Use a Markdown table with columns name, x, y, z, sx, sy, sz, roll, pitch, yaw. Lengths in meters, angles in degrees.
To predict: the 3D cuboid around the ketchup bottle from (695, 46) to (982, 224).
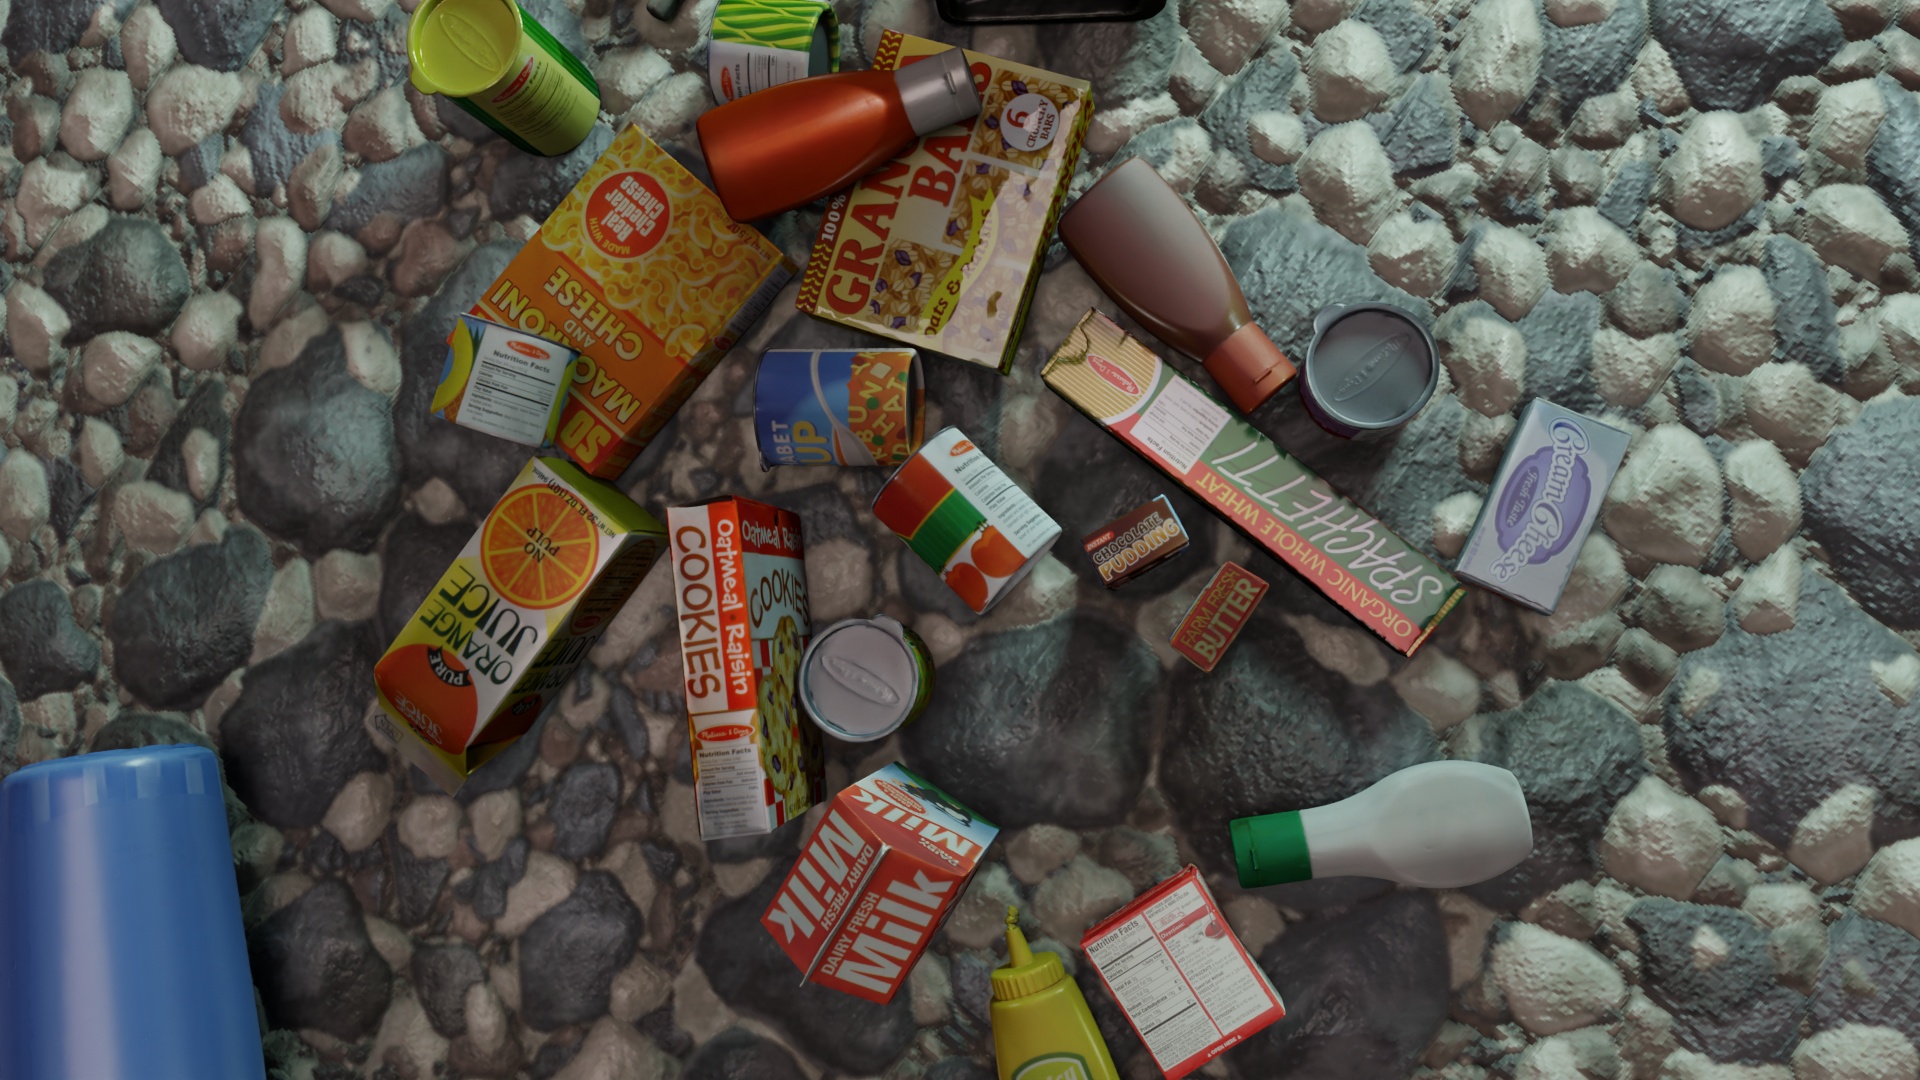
| name | x | y | z | sx | sy | sz | roll | pitch | yaw |
| --- | --- | --- | --- | --- | --- | --- | --- | --- | --- |
| ketchup bottle | -0.064 | -0.223 | 0.749 | 0.149 | 0.044 | 0.064 | -17 | 102 | 10 |

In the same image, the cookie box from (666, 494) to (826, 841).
| name | x | y | z | sx | sy | sz | roll | pitch | yaw |
| --- | --- | --- | --- | --- | --- | --- | --- | --- | --- |
| cookie box | -0.110 | 0.065 | 0.740 | 0.040 | 0.123 | 0.167 | -7 | 86 | 8 |

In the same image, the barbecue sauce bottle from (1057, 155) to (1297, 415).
| name | x | y | z | sx | sy | sz | roll | pitch | yaw |
| --- | --- | --- | --- | --- | --- | --- | --- | --- | --- |
| barbecue sauce bottle | 0.121 | -0.135 | 0.757 | 0.065 | 0.043 | 0.148 | -40 | 83 | 5 |

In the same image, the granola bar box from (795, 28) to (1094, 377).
| name | x | y | z | sx | sy | sz | roll | pitch | yaw |
| --- | --- | --- | --- | --- | --- | --- | --- | --- | --- |
| granola bar box | -0.008 | -0.189 | 0.782 | 0.124 | 0.039 | 0.165 | 18 | 90 | 10 |

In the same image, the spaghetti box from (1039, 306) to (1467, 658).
| name | x | y | z | sx | sy | sz | roll | pitch | yaw |
| --- | --- | --- | --- | --- | --- | --- | --- | --- | --- |
| spaghetti box | 0.155 | -0.032 | 0.753 | 0.250 | 0.028 | 0.050 | 39 | 93 | 9 |

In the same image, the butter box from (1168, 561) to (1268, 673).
| name | x | y | z | sx | sy | sz | roll | pitch | yaw |
| --- | --- | --- | --- | --- | --- | --- | --- | --- | --- |
| butter box | 0.131 | 0.039 | 0.715 | 0.024 | 0.103 | 0.053 | 35 | 92 | 8 |

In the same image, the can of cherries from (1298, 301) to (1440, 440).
| name | x | y | z | sx | sy | sz | roll | pitch | yaw |
| --- | --- | --- | --- | --- | --- | --- | --- | --- | --- |
| can of cherries | 0.212 | -0.090 | 0.733 | 0.071 | 0.058 | 0.071 | 0 | 88 | 10 |

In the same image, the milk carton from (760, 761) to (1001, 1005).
| name | x | y | z | sx | sy | sz | roll | pitch | yaw |
| --- | --- | --- | --- | --- | --- | --- | --- | --- | --- |
| milk carton | -0.038 | 0.167 | 0.688 | 0.073 | 0.190 | 0.072 | 31 | 92 | 9 |

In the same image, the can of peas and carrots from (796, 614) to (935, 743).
| name | x | y | z | sx | sy | sz | roll | pitch | yaw |
| --- | --- | --- | --- | --- | --- | --- | --- | --- | --- |
| can of peas and carrots | -0.049 | 0.073 | 0.763 | 0.071 | 0.058 | 0.071 | -1 | 86 | 8 |

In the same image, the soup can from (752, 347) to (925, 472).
| name | x | y | z | sx | sy | sz | roll | pitch | yaw |
| --- | --- | --- | --- | --- | --- | --- | --- | --- | --- |
| soup can | -0.066 | -0.071 | 0.769 | 0.084 | 0.071 | 0.071 | 1 | 87 | 8 |

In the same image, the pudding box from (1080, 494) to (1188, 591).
| name | x | y | z | sx | sy | sz | roll | pitch | yaw |
| --- | --- | --- | --- | --- | --- | --- | --- | --- | --- |
| pudding box | 0.094 | 0.003 | 0.732 | 0.049 | 0.083 | 0.030 | -29 | 83 | 7 |

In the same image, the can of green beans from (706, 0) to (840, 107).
| name | x | y | z | sx | sy | sz | roll | pitch | yaw |
| --- | --- | --- | --- | --- | --- | --- | --- | --- | --- |
| can of green beans | -0.105 | -0.274 | 0.788 | 0.058 | 0.071 | 0.071 | 10 | 89 | 8 |

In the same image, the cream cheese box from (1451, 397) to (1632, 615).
| name | x | y | z | sx | sy | sz | roll | pitch | yaw |
| --- | --- | --- | --- | --- | --- | --- | --- | --- | --- |
| cream cheese box | 0.305 | -0.018 | 0.732 | 0.053 | 0.024 | 0.103 | 24 | 90 | 9 |

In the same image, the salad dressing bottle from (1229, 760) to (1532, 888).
| name | x | y | z | sx | sy | sz | roll | pitch | yaw |
| --- | --- | --- | --- | --- | --- | --- | --- | --- | --- |
| salad dressing bottle | 0.217 | 0.153 | 0.726 | 0.147 | 0.044 | 0.064 | -10 | 87 | 9 |

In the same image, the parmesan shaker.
| name | x | y | z | sx | sy | sz | roll | pitch | yaw |
| --- | --- | --- | --- | --- | --- | --- | --- | --- | --- |
| parmesan shaker | -0.260 | -0.265 | 0.792 | 0.071 | 0.103 | 0.071 | -1 | 87 | 8 |

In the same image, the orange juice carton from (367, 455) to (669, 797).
| name | x | y | z | sx | sy | sz | roll | pitch | yaw |
| --- | --- | --- | --- | --- | --- | --- | --- | --- | --- |
| orange juice carton | -0.256 | 0.050 | 0.788 | 0.072 | 0.073 | 0.192 | 38 | 93 | 8 |

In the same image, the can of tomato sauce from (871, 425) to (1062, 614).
| name | x | y | z | sx | sy | sz | roll | pitch | yaw |
| --- | --- | --- | --- | --- | --- | --- | --- | --- | --- |
| can of tomato sauce | 0.003 | -0.009 | 0.757 | 0.083 | 0.071 | 0.071 | 44 | 94 | 8 |

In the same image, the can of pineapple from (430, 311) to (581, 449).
| name | x | y | z | sx | sy | sz | roll | pitch | yaw |
| --- | --- | --- | --- | --- | --- | --- | --- | --- | --- |
| can of pineapple | -0.248 | -0.086 | 0.758 | 0.071 | 0.071 | 0.058 | 18 | 90 | 9 |

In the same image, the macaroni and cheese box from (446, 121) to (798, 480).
| name | x | y | z | sx | sy | sz | roll | pitch | yaw |
| --- | --- | --- | --- | --- | --- | --- | --- | --- | --- |
| macaroni and cheese box | -0.195 | -0.137 | 0.807 | 0.124 | 0.040 | 0.166 | 42 | 93 | 8 |

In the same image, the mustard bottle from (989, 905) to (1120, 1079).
| name | x | y | z | sx | sy | sz | roll | pitch | yaw |
| --- | --- | --- | --- | --- | --- | --- | --- | --- | --- |
| mustard bottle | 0.047 | 0.275 | 0.741 | 0.065 | 0.049 | 0.160 | -19 | 84 | 6 |
